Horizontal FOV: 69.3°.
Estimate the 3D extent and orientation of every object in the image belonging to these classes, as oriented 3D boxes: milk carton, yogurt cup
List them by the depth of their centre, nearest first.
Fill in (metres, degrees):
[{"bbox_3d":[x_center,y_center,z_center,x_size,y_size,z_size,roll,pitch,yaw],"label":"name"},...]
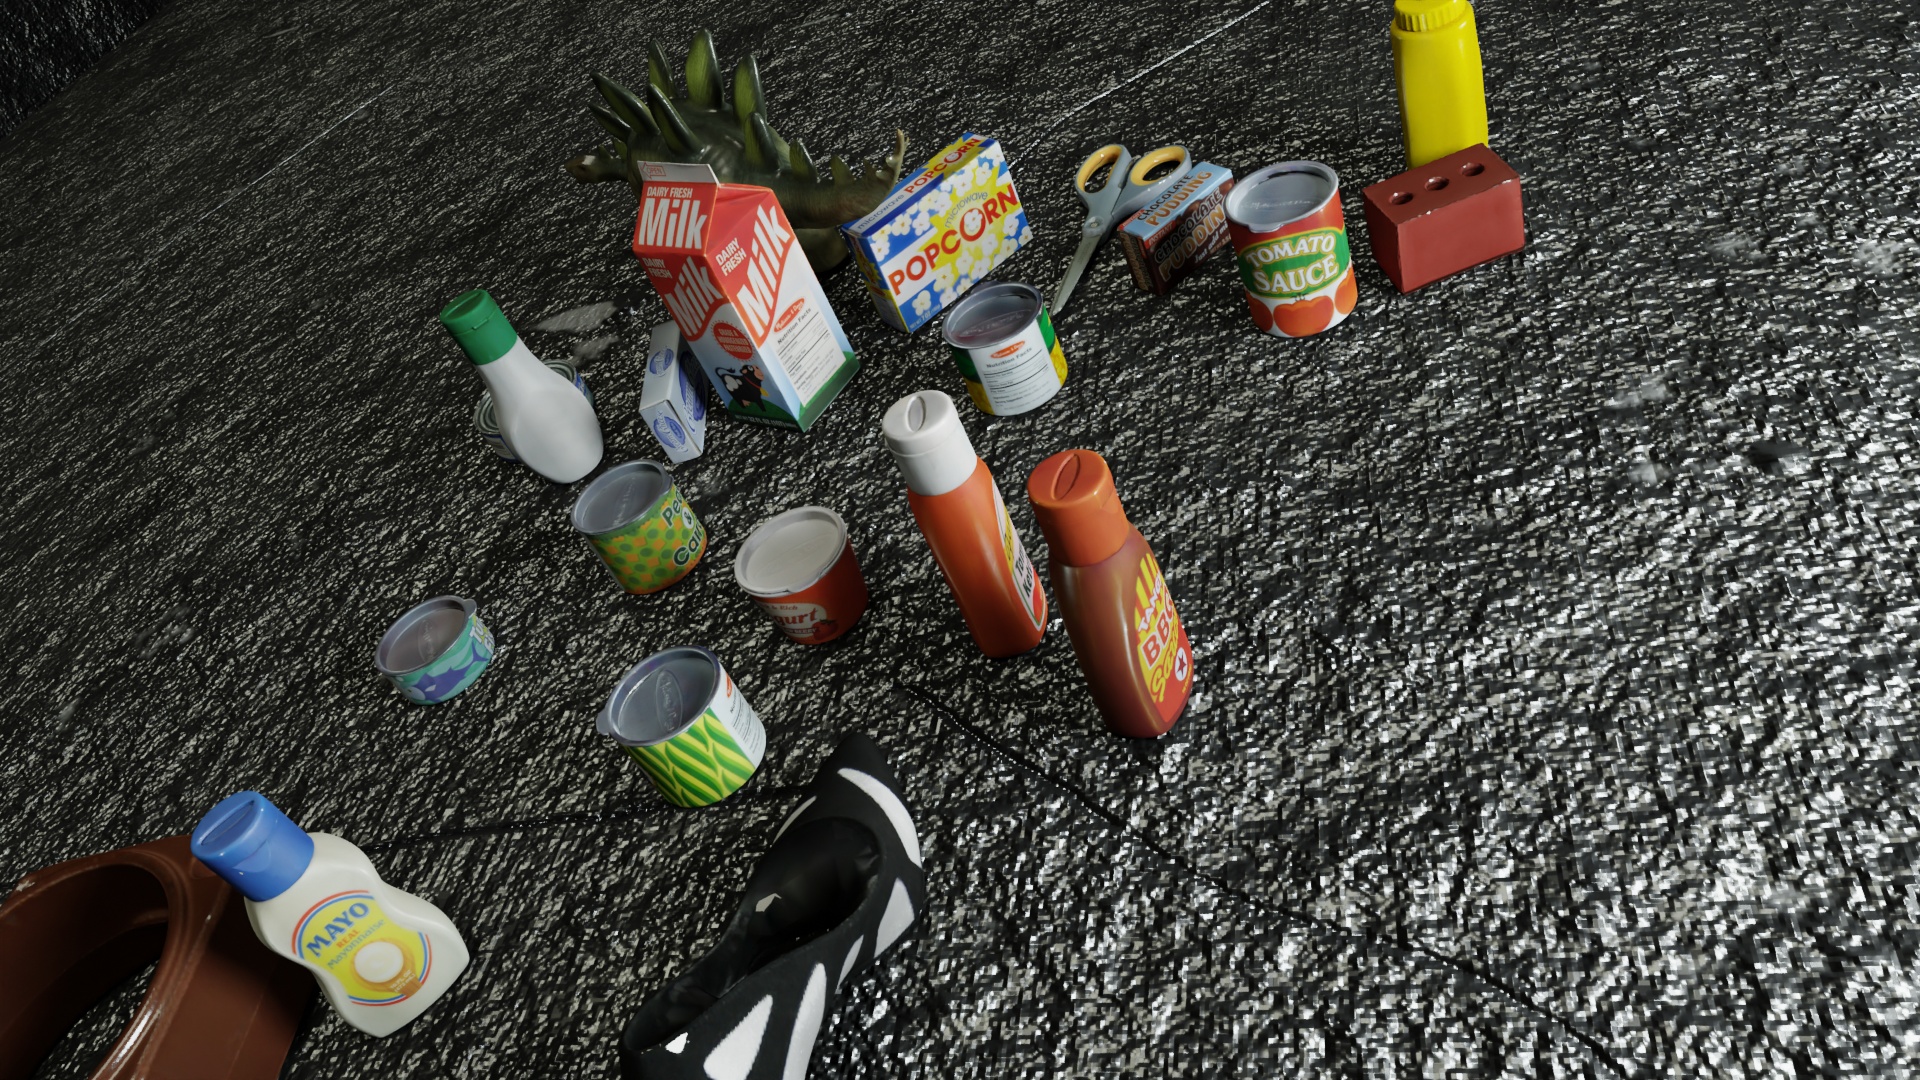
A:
[{"bbox_3d":[-0.087,0.022,0.790,0.072,0.053,0.073,-14,41,13],"label":"yogurt cup"},{"bbox_3d":[-0.147,-0.168,0.920,0.072,0.189,0.074,12,53,36],"label":"milk carton"}]

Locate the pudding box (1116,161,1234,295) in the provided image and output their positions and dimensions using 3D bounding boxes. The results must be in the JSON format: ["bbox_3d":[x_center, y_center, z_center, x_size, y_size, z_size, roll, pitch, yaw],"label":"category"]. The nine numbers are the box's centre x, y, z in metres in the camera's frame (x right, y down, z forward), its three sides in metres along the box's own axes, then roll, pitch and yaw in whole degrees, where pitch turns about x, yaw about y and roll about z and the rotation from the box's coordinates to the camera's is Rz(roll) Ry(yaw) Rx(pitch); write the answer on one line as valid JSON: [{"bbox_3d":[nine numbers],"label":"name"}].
[{"bbox_3d":[0.147,-0.208,0.922,0.084,0.049,0.030,-39,42,-16],"label":"pudding box"}]

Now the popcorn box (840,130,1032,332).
[{"bbox_3d":[-0.016,-0.220,0.990,0.127,0.085,0.038,-41,42,-17],"label":"popcorn box"}]

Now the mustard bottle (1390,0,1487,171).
[{"bbox_3d":[0.291,-0.287,0.848,0.049,0.159,0.066,1,47,28],"label":"mustard bottle"}]

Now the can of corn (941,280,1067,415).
[{"bbox_3d":[0.029,-0.123,0.884,0.071,0.058,0.071,-14,41,13],"label":"can of corn"}]

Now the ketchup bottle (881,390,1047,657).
[{"bbox_3d":[0.003,-0.009,0.704,0.043,0.148,0.065,-17,41,11],"label":"ketchup bottle"}]

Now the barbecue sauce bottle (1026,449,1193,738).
[{"bbox_3d":[0.069,0.024,0.636,0.043,0.148,0.065,0,46,28],"label":"barbecue sauce bottle"}]

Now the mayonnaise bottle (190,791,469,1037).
[{"bbox_3d":[-0.301,0.176,0.661,0.065,0.147,0.041,-42,42,-18],"label":"mayonnaise bottle"}]

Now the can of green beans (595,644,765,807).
[{"bbox_3d":[-0.144,0.098,0.734,0.071,0.057,0.071,-14,41,13],"label":"can of green beans"}]

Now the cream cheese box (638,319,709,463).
[{"bbox_3d":[-0.202,-0.107,0.988,0.024,0.053,0.104,-18,41,10],"label":"cream cheese box"}]

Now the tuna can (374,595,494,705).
[{"bbox_3d":[-0.331,0.068,0.881,0.071,0.032,0.071,-14,41,13],"label":"tuna can"}]

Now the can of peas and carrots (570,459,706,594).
[{"bbox_3d":[-0.200,-0.009,0.878,0.071,0.058,0.071,-14,41,13],"label":"can of peas and carrots"}]

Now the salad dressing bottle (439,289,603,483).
[{"bbox_3d":[-0.305,-0.106,0.967,0.064,0.147,0.044,-40,42,-16],"label":"salad dressing bottle"}]

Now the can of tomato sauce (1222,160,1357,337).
[{"bbox_3d":[0.199,-0.172,0.831,0.071,0.082,0.071,-14,41,13],"label":"can of tomato sauce"}]
